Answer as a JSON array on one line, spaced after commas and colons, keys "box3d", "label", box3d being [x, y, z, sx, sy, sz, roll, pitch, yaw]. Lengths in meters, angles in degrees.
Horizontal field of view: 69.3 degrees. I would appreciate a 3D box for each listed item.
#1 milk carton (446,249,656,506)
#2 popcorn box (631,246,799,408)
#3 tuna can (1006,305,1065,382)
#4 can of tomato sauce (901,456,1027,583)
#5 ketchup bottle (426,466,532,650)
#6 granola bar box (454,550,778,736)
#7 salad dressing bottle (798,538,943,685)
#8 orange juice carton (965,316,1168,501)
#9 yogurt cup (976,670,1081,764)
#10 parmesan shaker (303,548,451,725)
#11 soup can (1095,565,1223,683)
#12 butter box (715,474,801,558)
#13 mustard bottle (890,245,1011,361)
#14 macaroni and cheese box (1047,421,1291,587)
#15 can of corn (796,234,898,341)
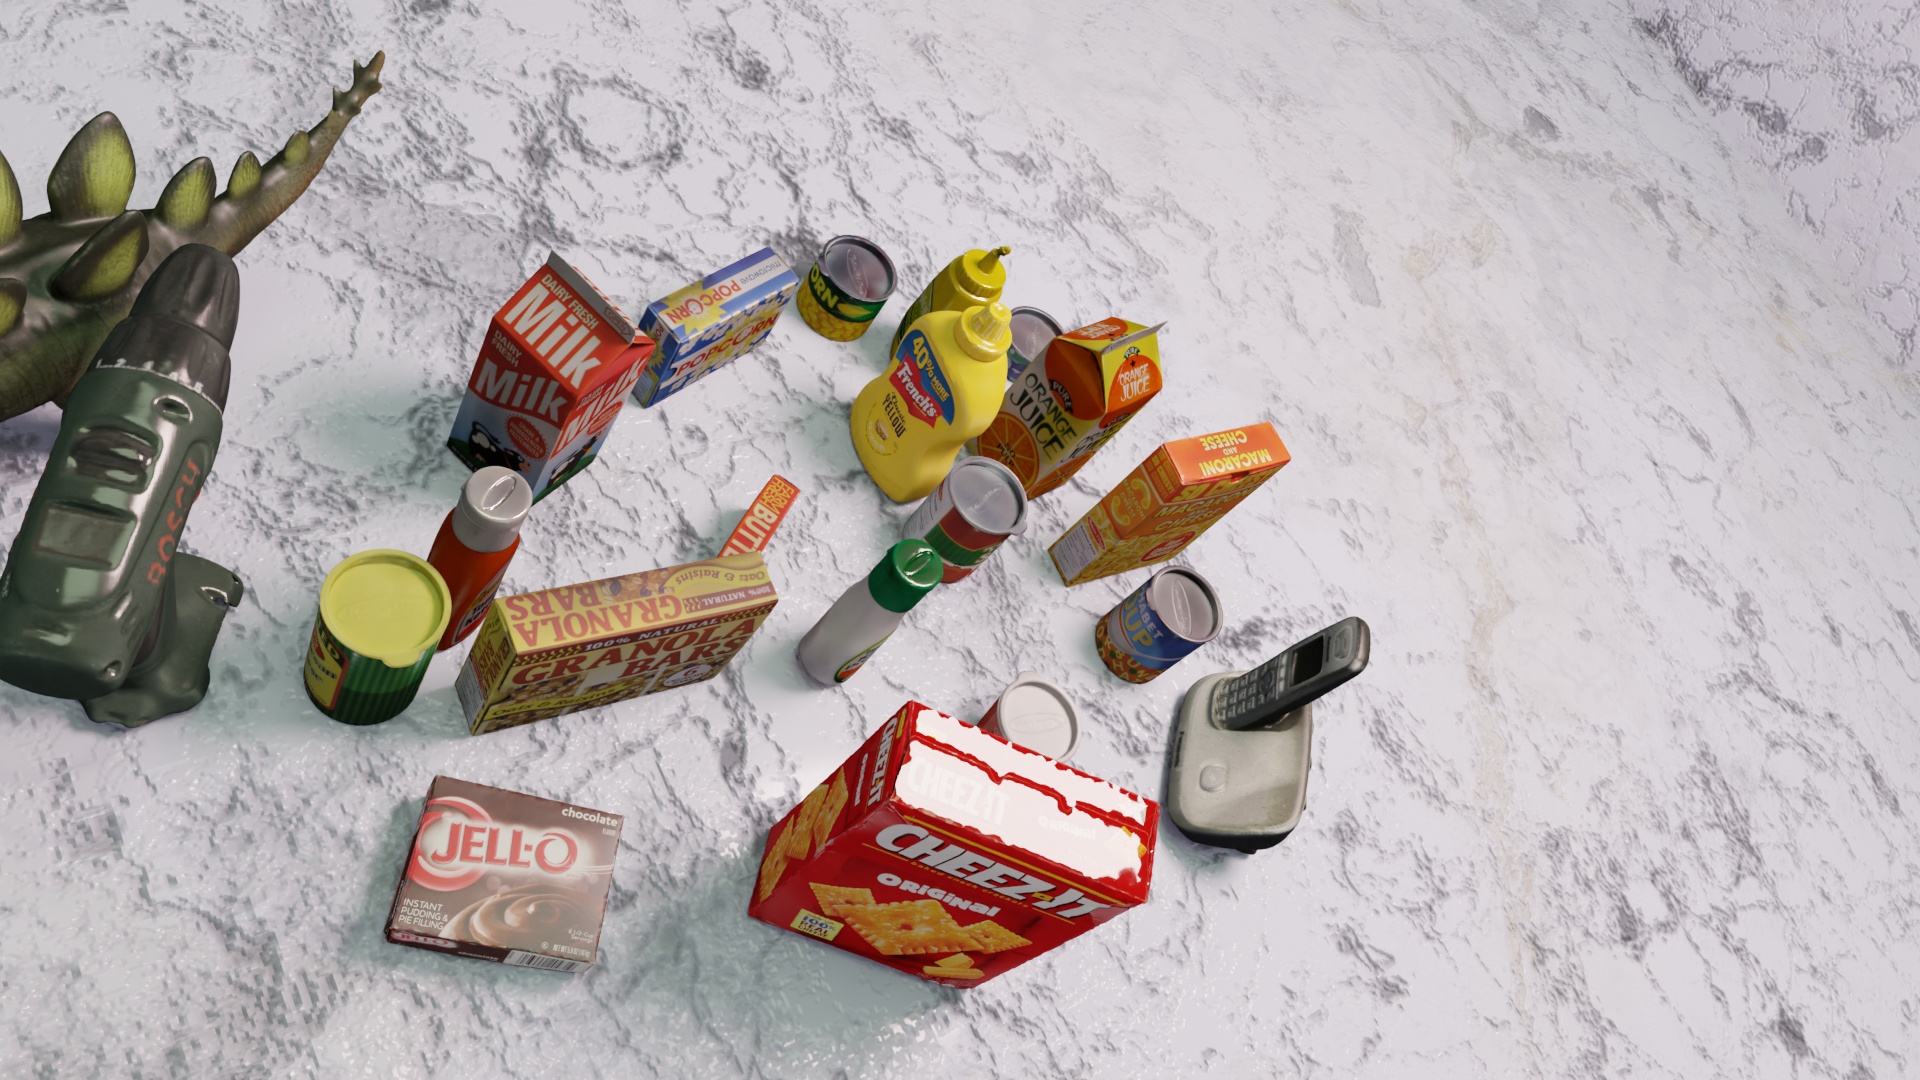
[{"box3d": [-0.256, -0.102, 0.876, 0.072, 0.189, 0.074, 44, 49, -1], "label": "milk carton"}, {"box3d": [-0.185, -0.158, 1.024, 0.038, 0.084, 0.127, 48, 49, 4], "label": "popcorn box"}, {"box3d": [0.062, -0.168, 1.215, 0.071, 0.032, 0.071, 15, 55, -23], "label": "tuna can"}, {"box3d": [0.004, -0.013, 1.048, 0.071, 0.082, 0.071, 15, 55, -23], "label": "can of tomato sauce"}, {"box3d": [-0.287, 0.008, 0.816, 0.043, 0.148, 0.065, 35, 50, -8], "label": "ketchup bottle"}, {"box3d": [-0.209, 0.063, 0.845, 0.166, 0.123, 0.039, -11, 68, -36], "label": "granola bar box"}, {"box3d": [-0.060, 0.048, 0.928, 0.044, 0.147, 0.064, 49, 49, 4], "label": "salad dressing bottle"}, {"box3d": [0.088, -0.109, 1.087, 0.072, 0.191, 0.073, -25, 76, -39], "label": "orange juice carton"}, {"box3d": [0.045, 0.139, 0.997, 0.072, 0.053, 0.073, 15, 55, -23], "label": "yogurt cup"}, {"box3d": [-0.332, 0.060, 0.786, 0.071, 0.102, 0.071, 15, 55, -23], "label": "parmesan shaker"}, {"box3d": [0.152, 0.066, 1.087, 0.071, 0.083, 0.071, 15, 55, -23], "label": "soup can"}, {"box3d": [-0.150, 0.005, 0.964, 0.024, 0.053, 0.104, 34, 50, -8], "label": "butter box"}, {"box3d": [-0.004, -0.187, 1.103, 0.049, 0.159, 0.065, 18, 54, -21], "label": "mustard bottle"}, {"box3d": [0.164, -0.027, 1.099, 0.124, 0.165, 0.040, -13, 69, -36], "label": "macaroni and cheese box"}, {"box3d": [-0.095, -0.204, 1.125, 0.071, 0.058, 0.071, 15, 55, -23], "label": "can of corn"}]
